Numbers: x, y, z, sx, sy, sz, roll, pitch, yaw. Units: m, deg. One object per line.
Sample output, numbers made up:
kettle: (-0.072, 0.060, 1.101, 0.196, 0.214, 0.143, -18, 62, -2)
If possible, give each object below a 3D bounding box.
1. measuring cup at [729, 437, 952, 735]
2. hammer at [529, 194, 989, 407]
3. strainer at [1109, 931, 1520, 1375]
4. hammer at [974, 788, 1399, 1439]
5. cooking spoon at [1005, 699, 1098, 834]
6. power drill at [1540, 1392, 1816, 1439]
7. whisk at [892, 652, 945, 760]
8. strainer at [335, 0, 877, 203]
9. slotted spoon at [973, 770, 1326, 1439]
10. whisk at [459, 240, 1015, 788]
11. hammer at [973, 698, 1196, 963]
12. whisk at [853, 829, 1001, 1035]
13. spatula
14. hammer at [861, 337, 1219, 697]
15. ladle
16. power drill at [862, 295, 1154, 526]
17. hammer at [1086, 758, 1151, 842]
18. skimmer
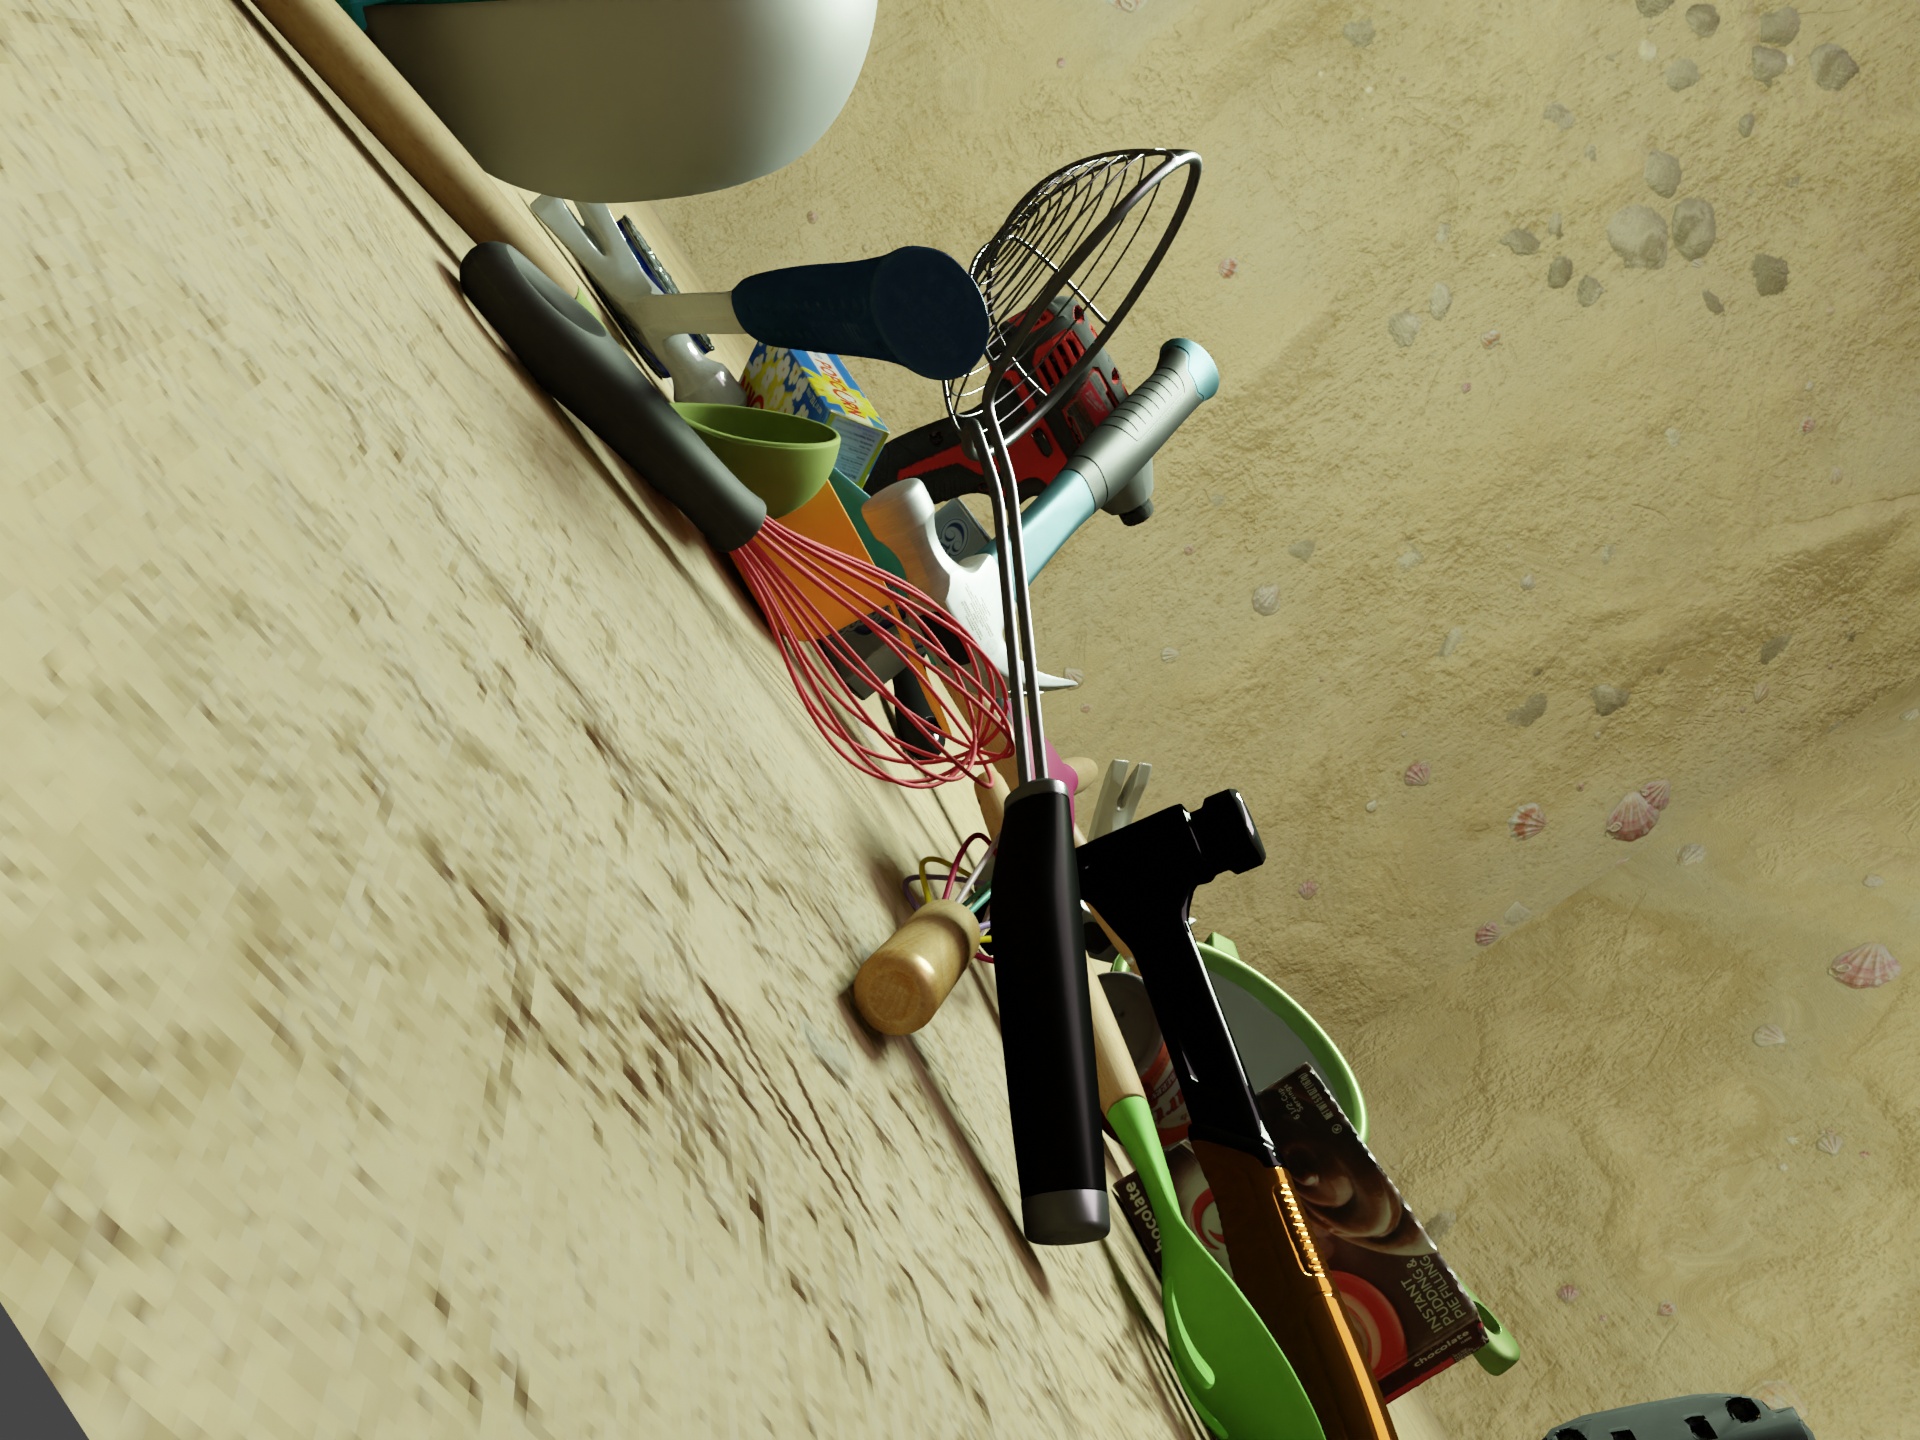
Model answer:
measuring cup: (-0.056, -0.046, 0.698, 0.173, 0.052, 0.095, 64, -1, -36)
hammer: (-0.091, -0.172, 0.653, 0.144, 0.035, 0.406, 53, -10, -25)
strainer: (0.156, 0.219, 0.773, 0.151, 0.069, 0.257, -5, 47, -52)
hammer: (0.098, 0.176, 0.559, 0.034, 0.127, 0.337, 57, 12, -48)
cooking spoon: (0.046, 0.025, 0.692, 0.319, 0.017, 0.069, 5, 67, -83)
power drill: (0.210, 0.310, 0.474, 0.226, 0.080, 0.188, 80, 0, -56)
whisk: (-0.035, -0.034, 0.997, 0.055, 0.055, 0.239, 56, 7, -25)
strainer: (-0.061, -0.259, 0.618, 0.211, 0.340, 0.095, -111, -165, -60)
slotted spoon: (0.050, 0.120, 0.566, 0.314, 0.031, 0.070, -113, -170, -50)
whisk: (-0.067, -0.057, 0.562, 0.295, 0.073, 0.073, 46, 10, -42)
hammer: (0.033, 0.007, 0.930, 0.146, 0.035, 0.335, 28, 26, -35)
whisk: (0.002, 0.064, 0.491, 0.047, 0.051, 0.245, 63, 6, 3)
spatula: (-0.001, -0.002, 0.764, 0.317, 0.044, 0.082, 56, -34, -1)
hammer: (0.064, -0.123, 0.813, 0.331, 0.033, 0.128, -49, 120, -47)
ladle: (-0.135, -0.160, 0.501, 0.078, 0.062, 0.319, 22, -16, 34)
power drill: (0.006, -0.130, 0.923, 0.143, 0.219, 0.079, 56, 3, -28)
hammer: (0.144, 0.160, 1.006, 0.359, 0.036, 0.149, -121, -138, -64)
skimmer: (0.046, -0.028, 0.490, 0.127, 0.090, 0.364, 121, -30, -57)
